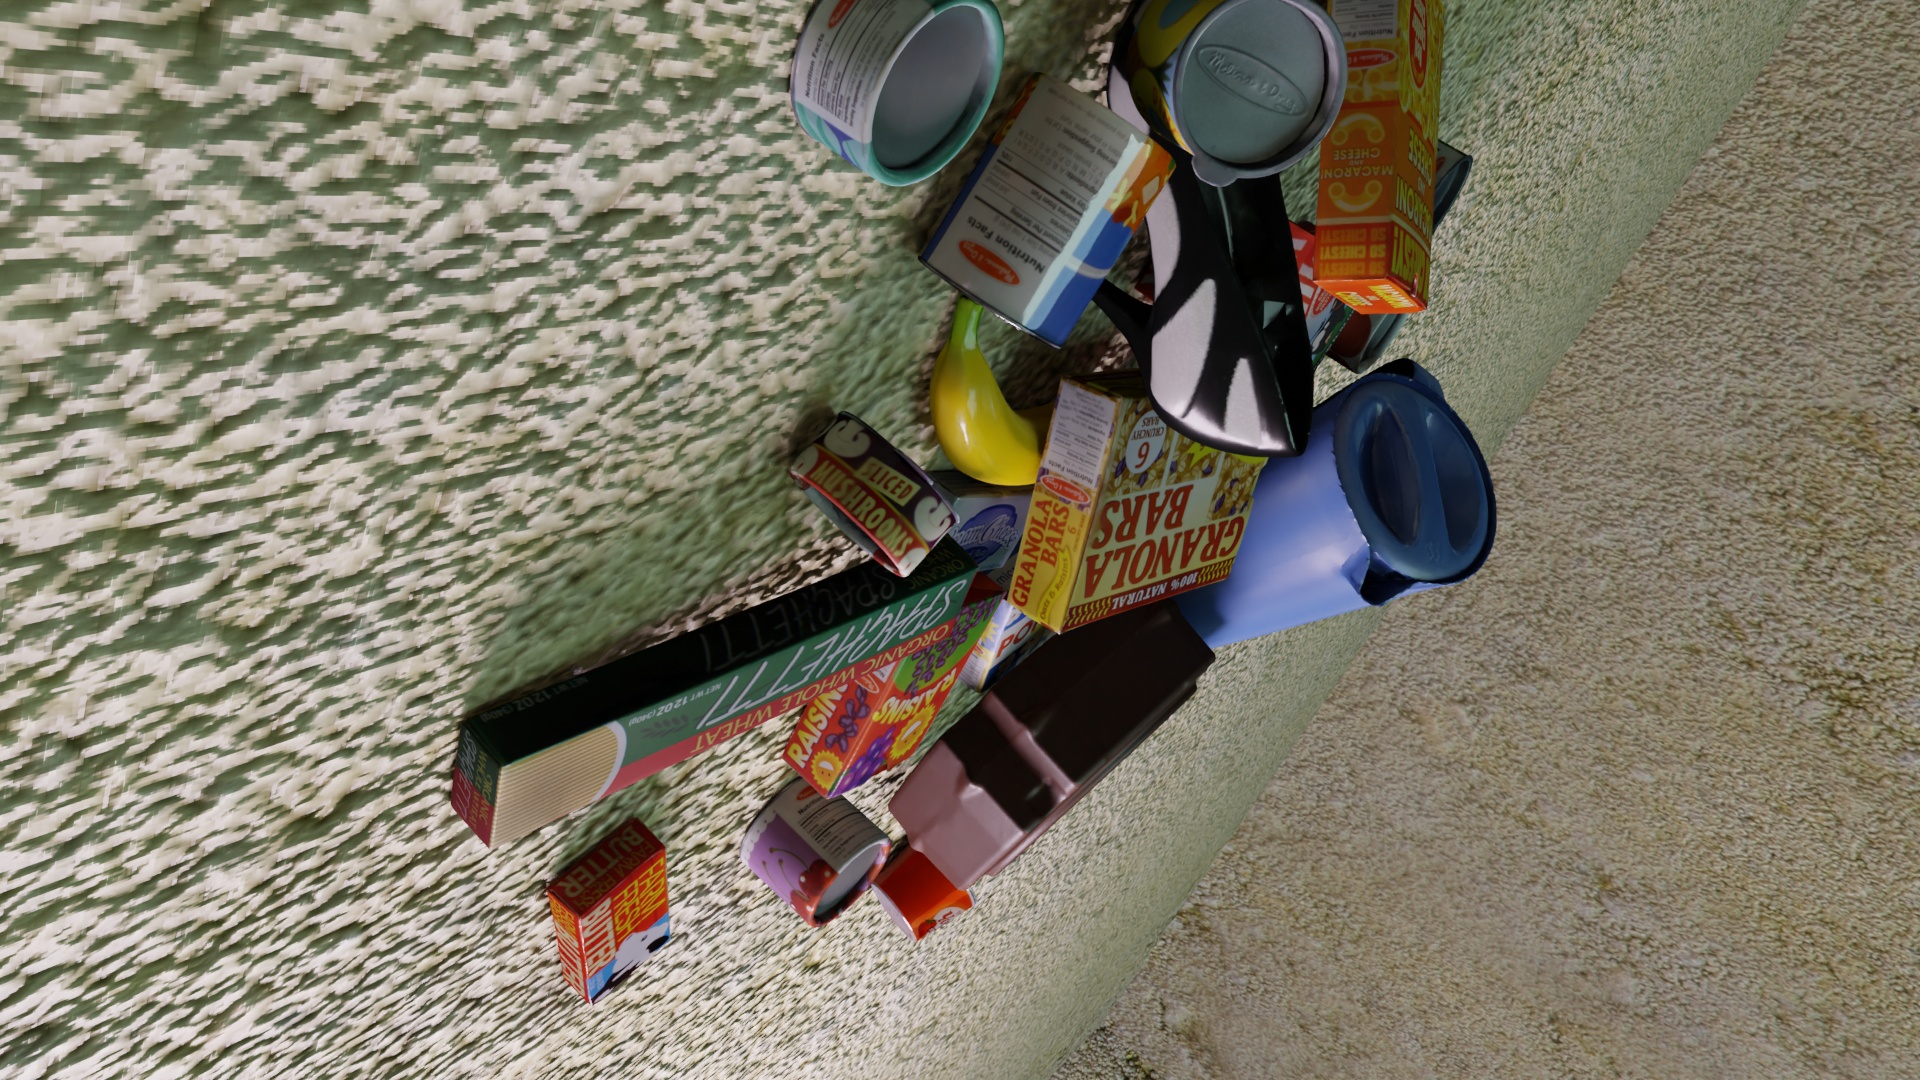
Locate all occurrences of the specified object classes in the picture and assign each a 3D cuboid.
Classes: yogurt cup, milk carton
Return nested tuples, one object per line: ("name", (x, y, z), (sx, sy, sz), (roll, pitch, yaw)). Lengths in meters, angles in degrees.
("yogurt cup", (-0.029, 0.258, 1.025), (0.054, 0.072, 0.072), (-35, 154, -19))
("milk carton", (0.159, -0.143, 0.757), (0.072, 0.073, 0.191), (-59, 158, 17))

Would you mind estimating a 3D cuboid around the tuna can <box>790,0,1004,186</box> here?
("tuna can", (-0.018, -0.148, 0.440), (0.071, 0.033, 0.070), (-42, 157, -23))

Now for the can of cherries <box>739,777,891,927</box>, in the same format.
("can of cherries", (-0.082, 0.178, 0.791), (0.072, 0.058, 0.071), (-43, 157, -24))

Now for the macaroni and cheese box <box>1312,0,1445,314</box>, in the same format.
("macaroni and cheese box", (0.217, -0.207, 0.710), (0.124, 0.040, 0.166), (-2, 94, -63))

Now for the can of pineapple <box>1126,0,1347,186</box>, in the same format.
("can of pineapple", (0.100, -0.173, 0.518), (0.071, 0.058, 0.070), (-5, 118, -10))

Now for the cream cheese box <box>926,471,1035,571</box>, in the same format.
("cream cheese box", (0.003, -0.009, 0.716), (0.104, 0.024, 0.053), (-8, 131, -61))

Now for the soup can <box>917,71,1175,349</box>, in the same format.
("soup can", (0.034, -0.126, 0.537), (0.083, 0.071, 0.071), (-57, 159, 11))

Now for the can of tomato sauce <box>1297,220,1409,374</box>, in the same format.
("can of tomato sauce", (0.238, -0.156, 0.886), (0.071, 0.083, 0.071), (-43, 158, -23))

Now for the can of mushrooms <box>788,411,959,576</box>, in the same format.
("can of mushrooms", (-0.035, -0.018, 0.561), (0.033, 0.071, 0.071), (-47, 158, -9))

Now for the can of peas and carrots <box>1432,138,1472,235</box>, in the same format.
("can of peas and carrots", (0.288, -0.232, 0.902), (0.071, 0.059, 0.070), (-43, 158, -22))

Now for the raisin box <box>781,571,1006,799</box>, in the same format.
("raisin box", (-0.035, 0.073, 0.748), (0.086, 0.040, 0.123), (-16, 140, -58))

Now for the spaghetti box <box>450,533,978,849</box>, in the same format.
("spaghetti box", (-0.090, 0.054, 0.584), (0.251, 0.029, 0.049), (-22, 145, -42))

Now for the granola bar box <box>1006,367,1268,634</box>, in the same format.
("granola bar box", (0.102, -0.028, 0.726), (0.166, 0.039, 0.123), (-13, 123, -48))

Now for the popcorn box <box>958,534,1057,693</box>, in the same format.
("popcorn box", (0.047, 0.027, 0.846), (0.127, 0.038, 0.084), (-34, 152, -40))

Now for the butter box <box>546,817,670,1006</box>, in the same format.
("butter box", (-0.167, 0.179, 0.666), (0.053, 0.024, 0.103), (-38, 155, -34))
